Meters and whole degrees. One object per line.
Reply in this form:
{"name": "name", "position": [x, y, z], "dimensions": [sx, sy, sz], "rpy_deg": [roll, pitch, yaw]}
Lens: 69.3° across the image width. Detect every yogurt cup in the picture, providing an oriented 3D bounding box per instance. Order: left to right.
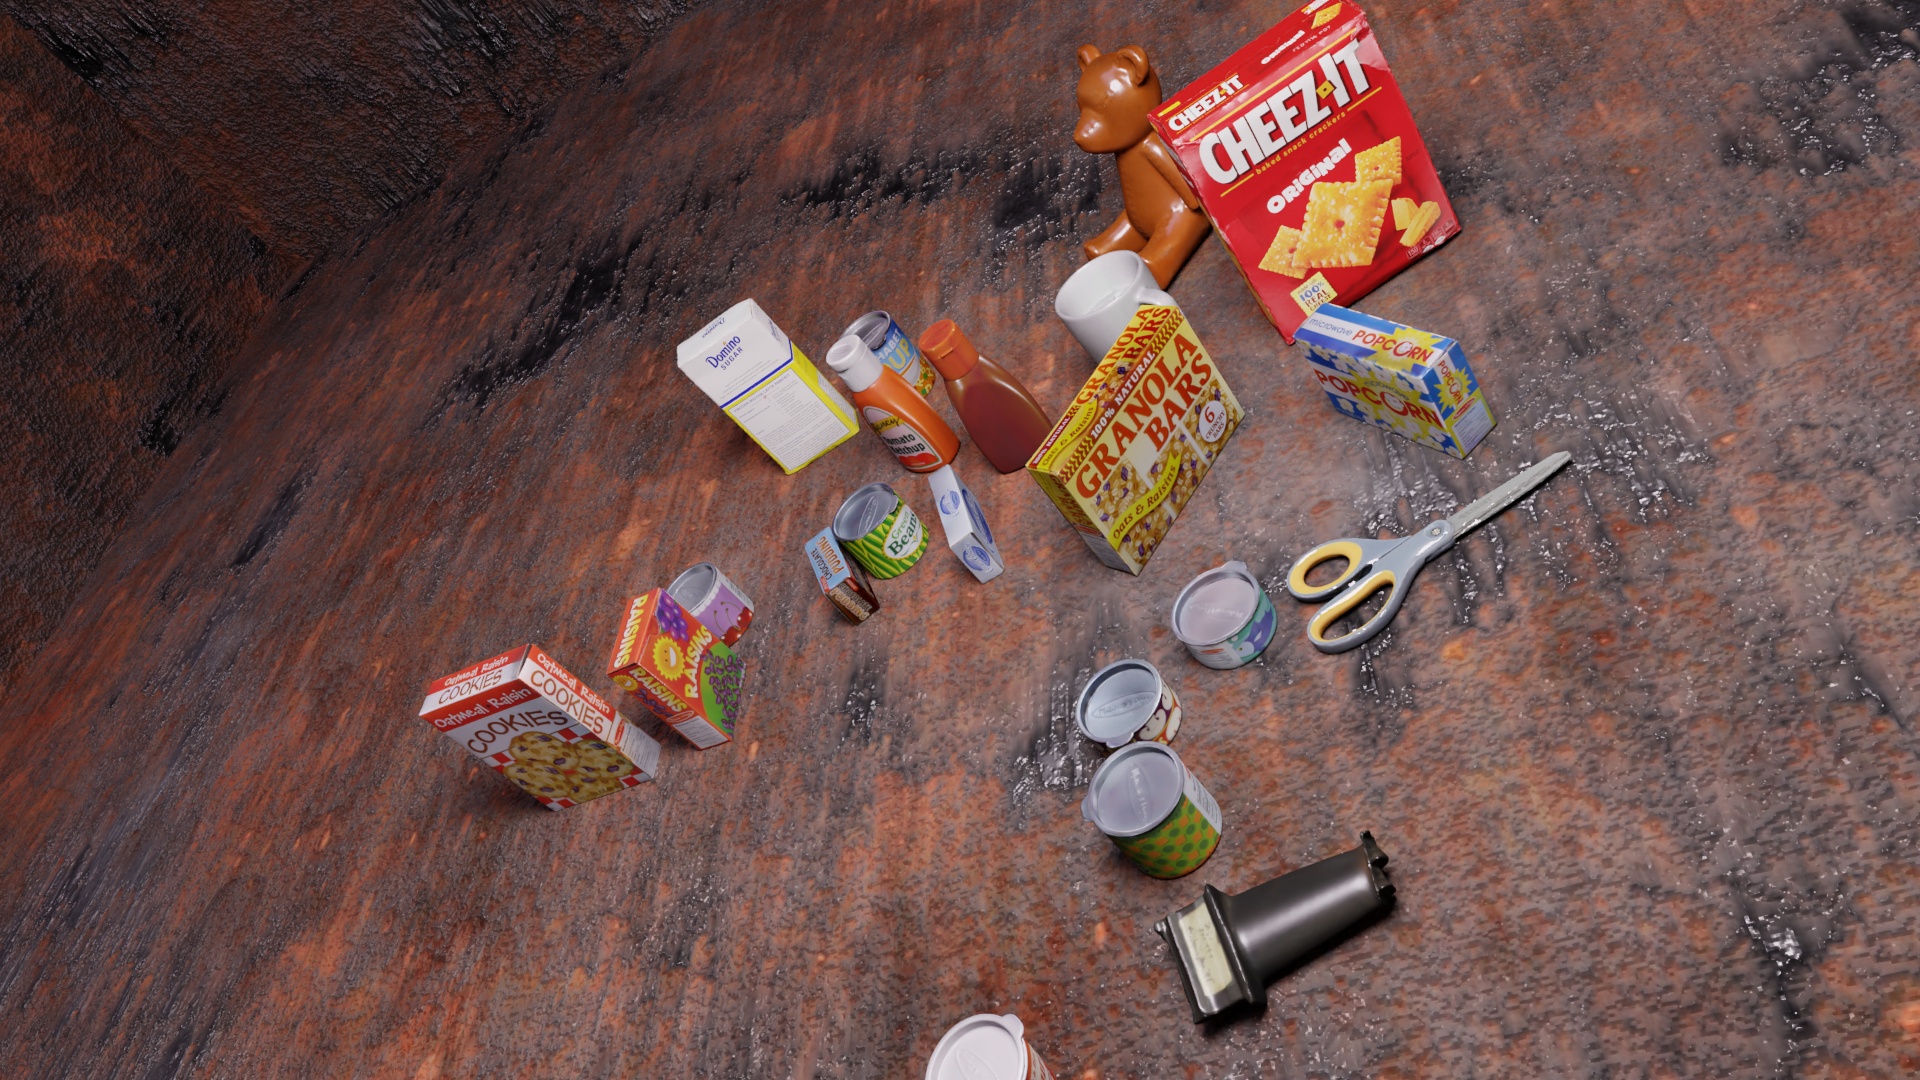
{"name": "yogurt cup", "position": [0.021, 0.317, 0.802], "dimensions": [0.072, 0.053, 0.073], "rpy_deg": [-24, 39, 22]}

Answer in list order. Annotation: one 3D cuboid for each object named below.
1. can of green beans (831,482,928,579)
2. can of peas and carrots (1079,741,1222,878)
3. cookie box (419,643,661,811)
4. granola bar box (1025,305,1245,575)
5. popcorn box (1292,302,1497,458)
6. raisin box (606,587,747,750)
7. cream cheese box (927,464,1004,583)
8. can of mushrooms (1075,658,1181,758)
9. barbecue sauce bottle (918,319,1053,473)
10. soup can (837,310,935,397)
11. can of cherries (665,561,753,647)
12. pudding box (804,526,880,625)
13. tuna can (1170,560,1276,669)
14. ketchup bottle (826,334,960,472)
{"name": "can of green beans", "position": [-0.070, -0.008, 1.223], "dimensions": [0.071, 0.057, 0.071], "rpy_deg": [-24, 39, 22]}
{"name": "can of peas and carrots", "position": [0.119, 0.169, 0.864], "dimensions": [0.071, 0.058, 0.071], "rpy_deg": [-24, 39, 22]}
{"name": "cookie box", "position": [-0.365, 0.166, 1.214], "dimensions": [0.122, 0.167, 0.040], "rpy_deg": [-21, 40, 26]}
{"name": "granola bar box", "position": [0.135, -0.077, 1.052], "dimensions": [0.039, 0.124, 0.166], "rpy_deg": [15, 63, 49]}
{"name": "popcorn box", "position": [0.302, -0.114, 0.973], "dimensions": [0.038, 0.085, 0.127], "rpy_deg": [-46, 36, -7]}
{"name": "raisin box", "position": [-0.242, 0.111, 1.197], "dimensions": [0.040, 0.123, 0.086], "rpy_deg": [-21, 40, 26]}
{"name": "cream cheese box", "position": [0.004, -0.015, 1.166], "dimensions": [0.024, 0.053, 0.104], "rpy_deg": [-33, 36, 11]}
{"name": "can of mushrooms", "position": [0.114, 0.118, 0.943], "dimensions": [0.071, 0.033, 0.071], "rpy_deg": [-24, 39, 22]}
{"name": "barbecue sauce bottle", "position": [0.020, -0.125, 1.186], "dimensions": [0.065, 0.148, 0.044], "rpy_deg": [-33, 36, 11]}
{"name": "soup can", "position": [-0.073, -0.175, 1.378], "dimensions": [0.071, 0.083, 0.072], "rpy_deg": [-25, 39, 22]}
{"name": "can of cherries", "position": [-0.238, 0.065, 1.297], "dimensions": [0.071, 0.058, 0.072], "rpy_deg": [-24, 39, 22]}
{"name": "pudding box", "position": [-0.105, 0.031, 1.220], "dimensions": [0.030, 0.049, 0.084], "rpy_deg": [-37, 36, 6]}
{"name": "tuna can", "position": [0.182, 0.051, 0.953], "dimensions": [0.071, 0.032, 0.071], "rpy_deg": [-24, 39, 22]}
{"name": "ketchup bottle", "position": [-0.064, -0.124, 1.261], "dimensions": [0.064, 0.148, 0.044], "rpy_deg": [-4, 50, 40]}
